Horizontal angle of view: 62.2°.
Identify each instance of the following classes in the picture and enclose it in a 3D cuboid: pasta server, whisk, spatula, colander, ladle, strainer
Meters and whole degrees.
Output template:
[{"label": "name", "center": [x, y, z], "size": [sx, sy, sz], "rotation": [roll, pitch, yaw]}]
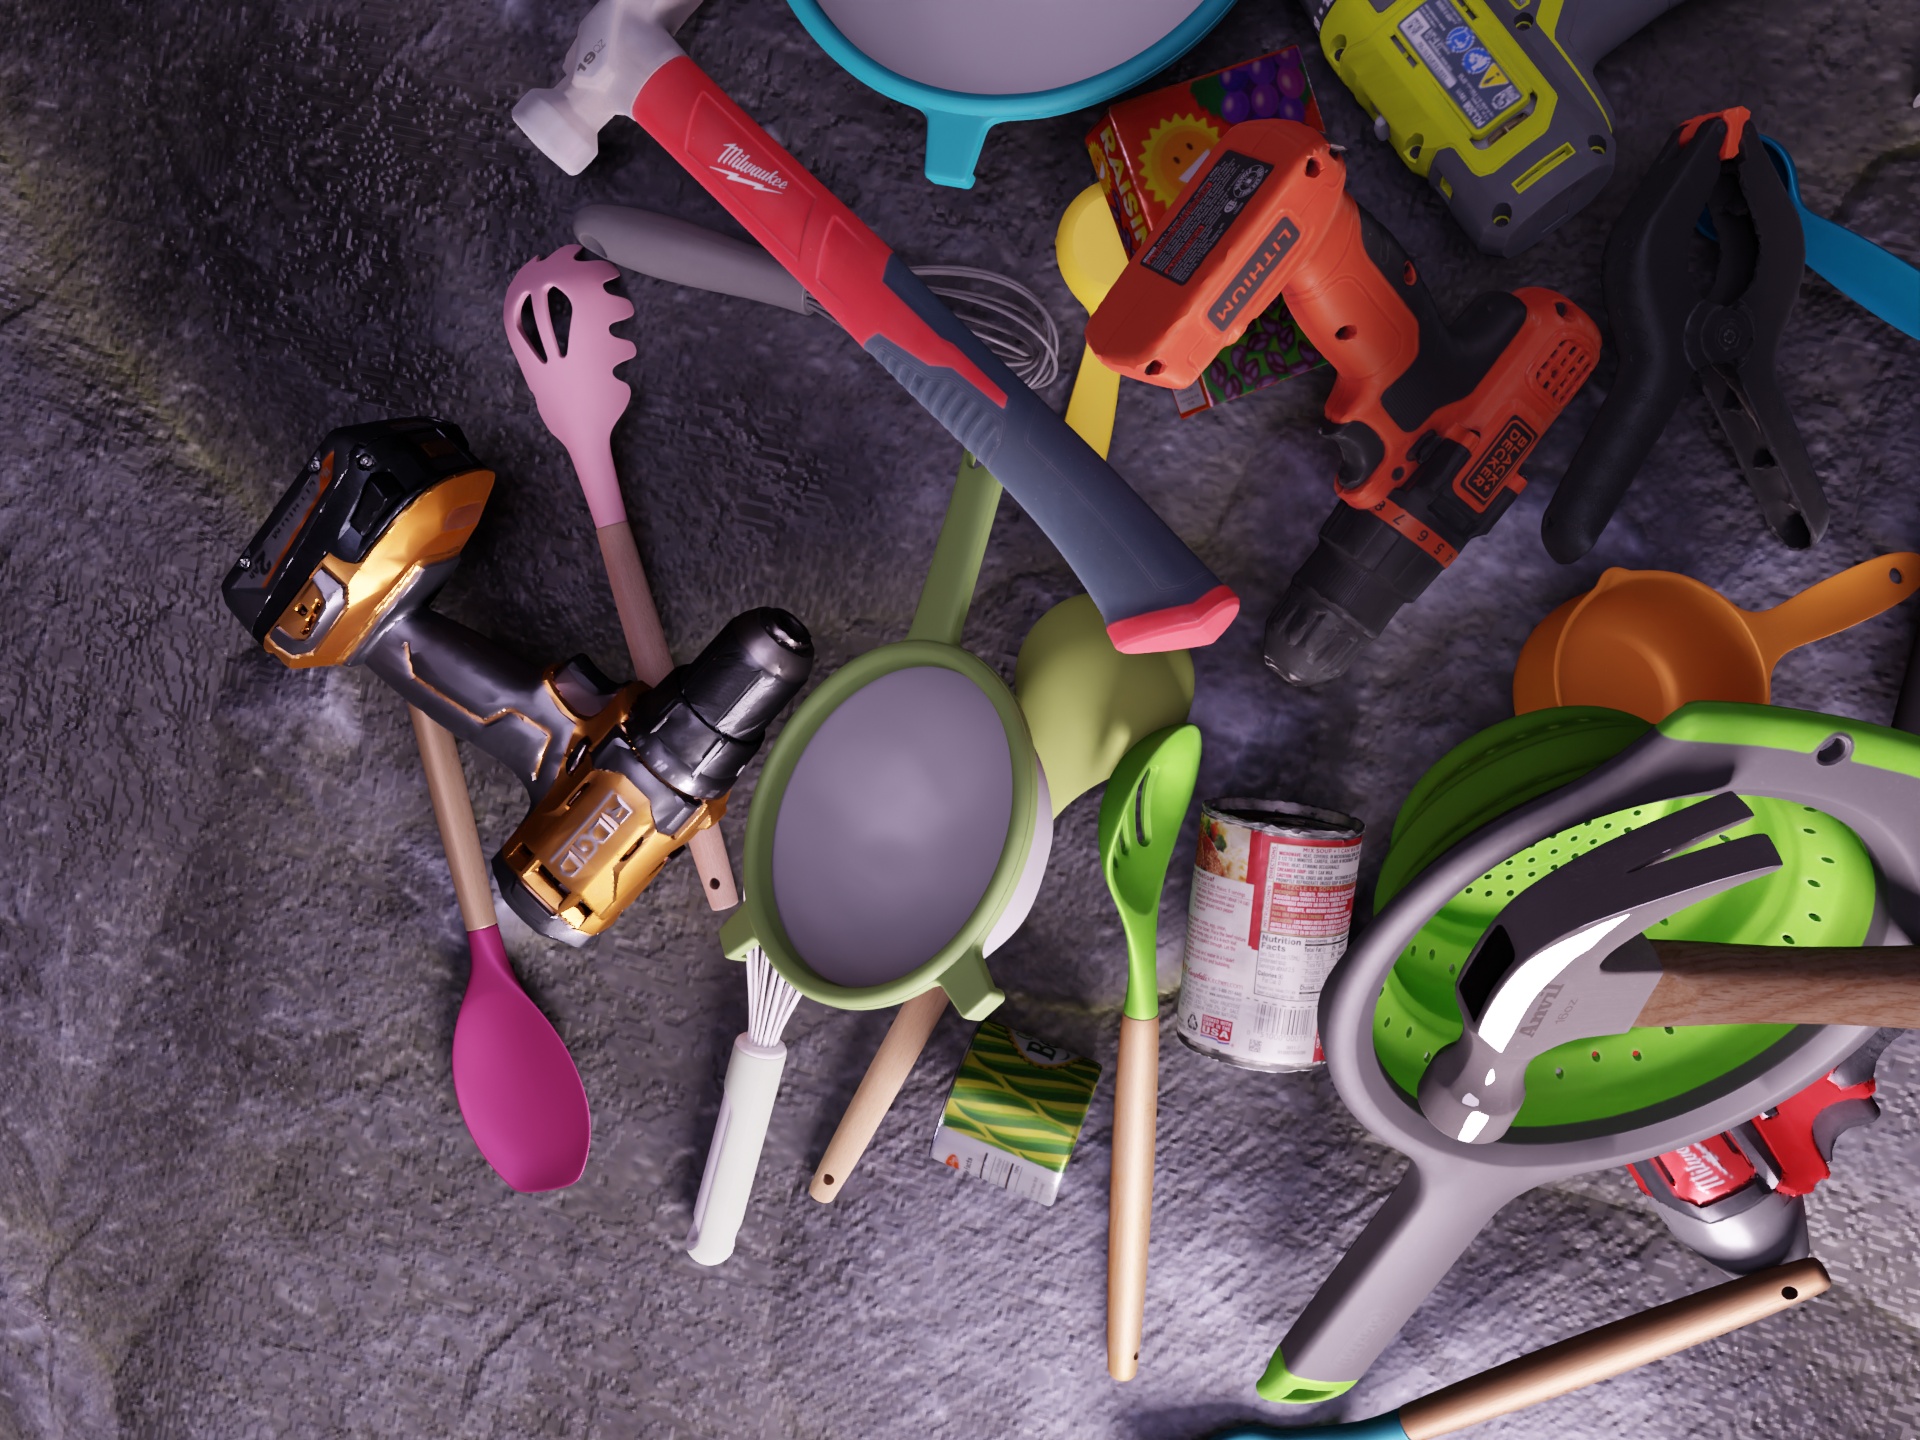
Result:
[{"label": "pasta server", "center": [-0.151, -0.065, 0.740], "size": [0.060, 0.040, 0.316], "rotation": [-14, 96, 13]}, {"label": "whisk", "center": [-0.067, -0.191, 0.698], "size": [0.239, 0.055, 0.055], "rotation": [19, 99, 14]}, {"label": "whisk", "center": [-0.091, 0.143, 0.736], "size": [0.059, 0.058, 0.246], "rotation": [11, 103, -20]}, {"label": "spatula", "center": [0.210, 0.296, 0.667], "size": [0.317, 0.044, 0.082], "rotation": [-35, 89, 25]}, {"label": "colander", "center": [0.195, 0.125, 0.607], "size": [0.204, 0.095, 0.396], "rotation": [9, 127, -15]}, {"label": "ladle", "center": [0.007, 0.087, 0.717], "size": [0.078, 0.062, 0.320], "rotation": [29, 107, 5]}, {"label": "strainer", "center": [-0.001, -0.002, 0.660], "size": [0.151, 0.069, 0.256], "rotation": [4, 74, 42]}, {"label": "strainer", "center": [-0.003, -0.386, 0.645], "size": [0.211, 0.095, 0.340], "rotation": [-33, 82, 11]}]

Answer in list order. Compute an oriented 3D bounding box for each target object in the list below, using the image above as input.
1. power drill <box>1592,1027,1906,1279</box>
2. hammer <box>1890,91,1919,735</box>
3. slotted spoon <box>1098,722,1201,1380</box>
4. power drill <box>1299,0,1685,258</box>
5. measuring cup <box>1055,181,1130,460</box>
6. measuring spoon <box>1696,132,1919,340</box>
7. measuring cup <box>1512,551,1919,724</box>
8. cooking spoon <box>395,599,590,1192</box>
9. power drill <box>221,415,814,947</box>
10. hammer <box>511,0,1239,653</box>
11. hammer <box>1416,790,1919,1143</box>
[{"label": "power drill", "center": [0.362, 0.130, 0.622], "size": [0.219, 0.078, 0.143], "rotation": [-32, 87, 16]}, {"label": "hammer", "center": [0.400, -0.121, 0.591], "size": [0.128, 0.033, 0.331], "rotation": [14, 96, 23]}, {"label": "slotted spoon", "center": [0.075, 0.150, 0.686], "size": [0.031, 0.070, 0.313], "rotation": [11, 109, 32]}, {"label": "power drill", "center": [0.241, -0.317, 0.604], "size": [0.228, 0.080, 0.191], "rotation": [-35, 80, 16]}, {"label": "measuring cup", "center": [0.059, -0.154, 0.681], "size": [0.062, 0.029, 0.156], "rotation": [12, 95, 11]}, {"label": "measuring spoon", "center": [0.335, -0.180, 0.605], "size": [0.129, 0.021, 0.042], "rotation": [48, 140, 24]}, {"label": "measuring cup", "center": [0.303, -0.027, 0.638], "size": [0.173, 0.052, 0.095], "rotation": [-22, 85, -11]}, {"label": "cooking spoon", "center": [-0.238, 0.075, 0.774], "size": [0.069, 0.017, 0.319], "rotation": [-12, 93, 15]}, {"label": "power drill", "center": [-0.188, -0.034, 0.698], "size": [0.226, 0.084, 0.185], "rotation": [45, 111, 0]}, {"label": "hammer", "center": [-0.021, -0.180, 0.642], "size": [0.143, 0.038, 0.386], "rotation": [-45, 73, 6]}, {"label": "hammer", "center": [0.320, 0.083, 0.508], "size": [0.331, 0.031, 0.130], "rotation": [2, 129, -10]}]
